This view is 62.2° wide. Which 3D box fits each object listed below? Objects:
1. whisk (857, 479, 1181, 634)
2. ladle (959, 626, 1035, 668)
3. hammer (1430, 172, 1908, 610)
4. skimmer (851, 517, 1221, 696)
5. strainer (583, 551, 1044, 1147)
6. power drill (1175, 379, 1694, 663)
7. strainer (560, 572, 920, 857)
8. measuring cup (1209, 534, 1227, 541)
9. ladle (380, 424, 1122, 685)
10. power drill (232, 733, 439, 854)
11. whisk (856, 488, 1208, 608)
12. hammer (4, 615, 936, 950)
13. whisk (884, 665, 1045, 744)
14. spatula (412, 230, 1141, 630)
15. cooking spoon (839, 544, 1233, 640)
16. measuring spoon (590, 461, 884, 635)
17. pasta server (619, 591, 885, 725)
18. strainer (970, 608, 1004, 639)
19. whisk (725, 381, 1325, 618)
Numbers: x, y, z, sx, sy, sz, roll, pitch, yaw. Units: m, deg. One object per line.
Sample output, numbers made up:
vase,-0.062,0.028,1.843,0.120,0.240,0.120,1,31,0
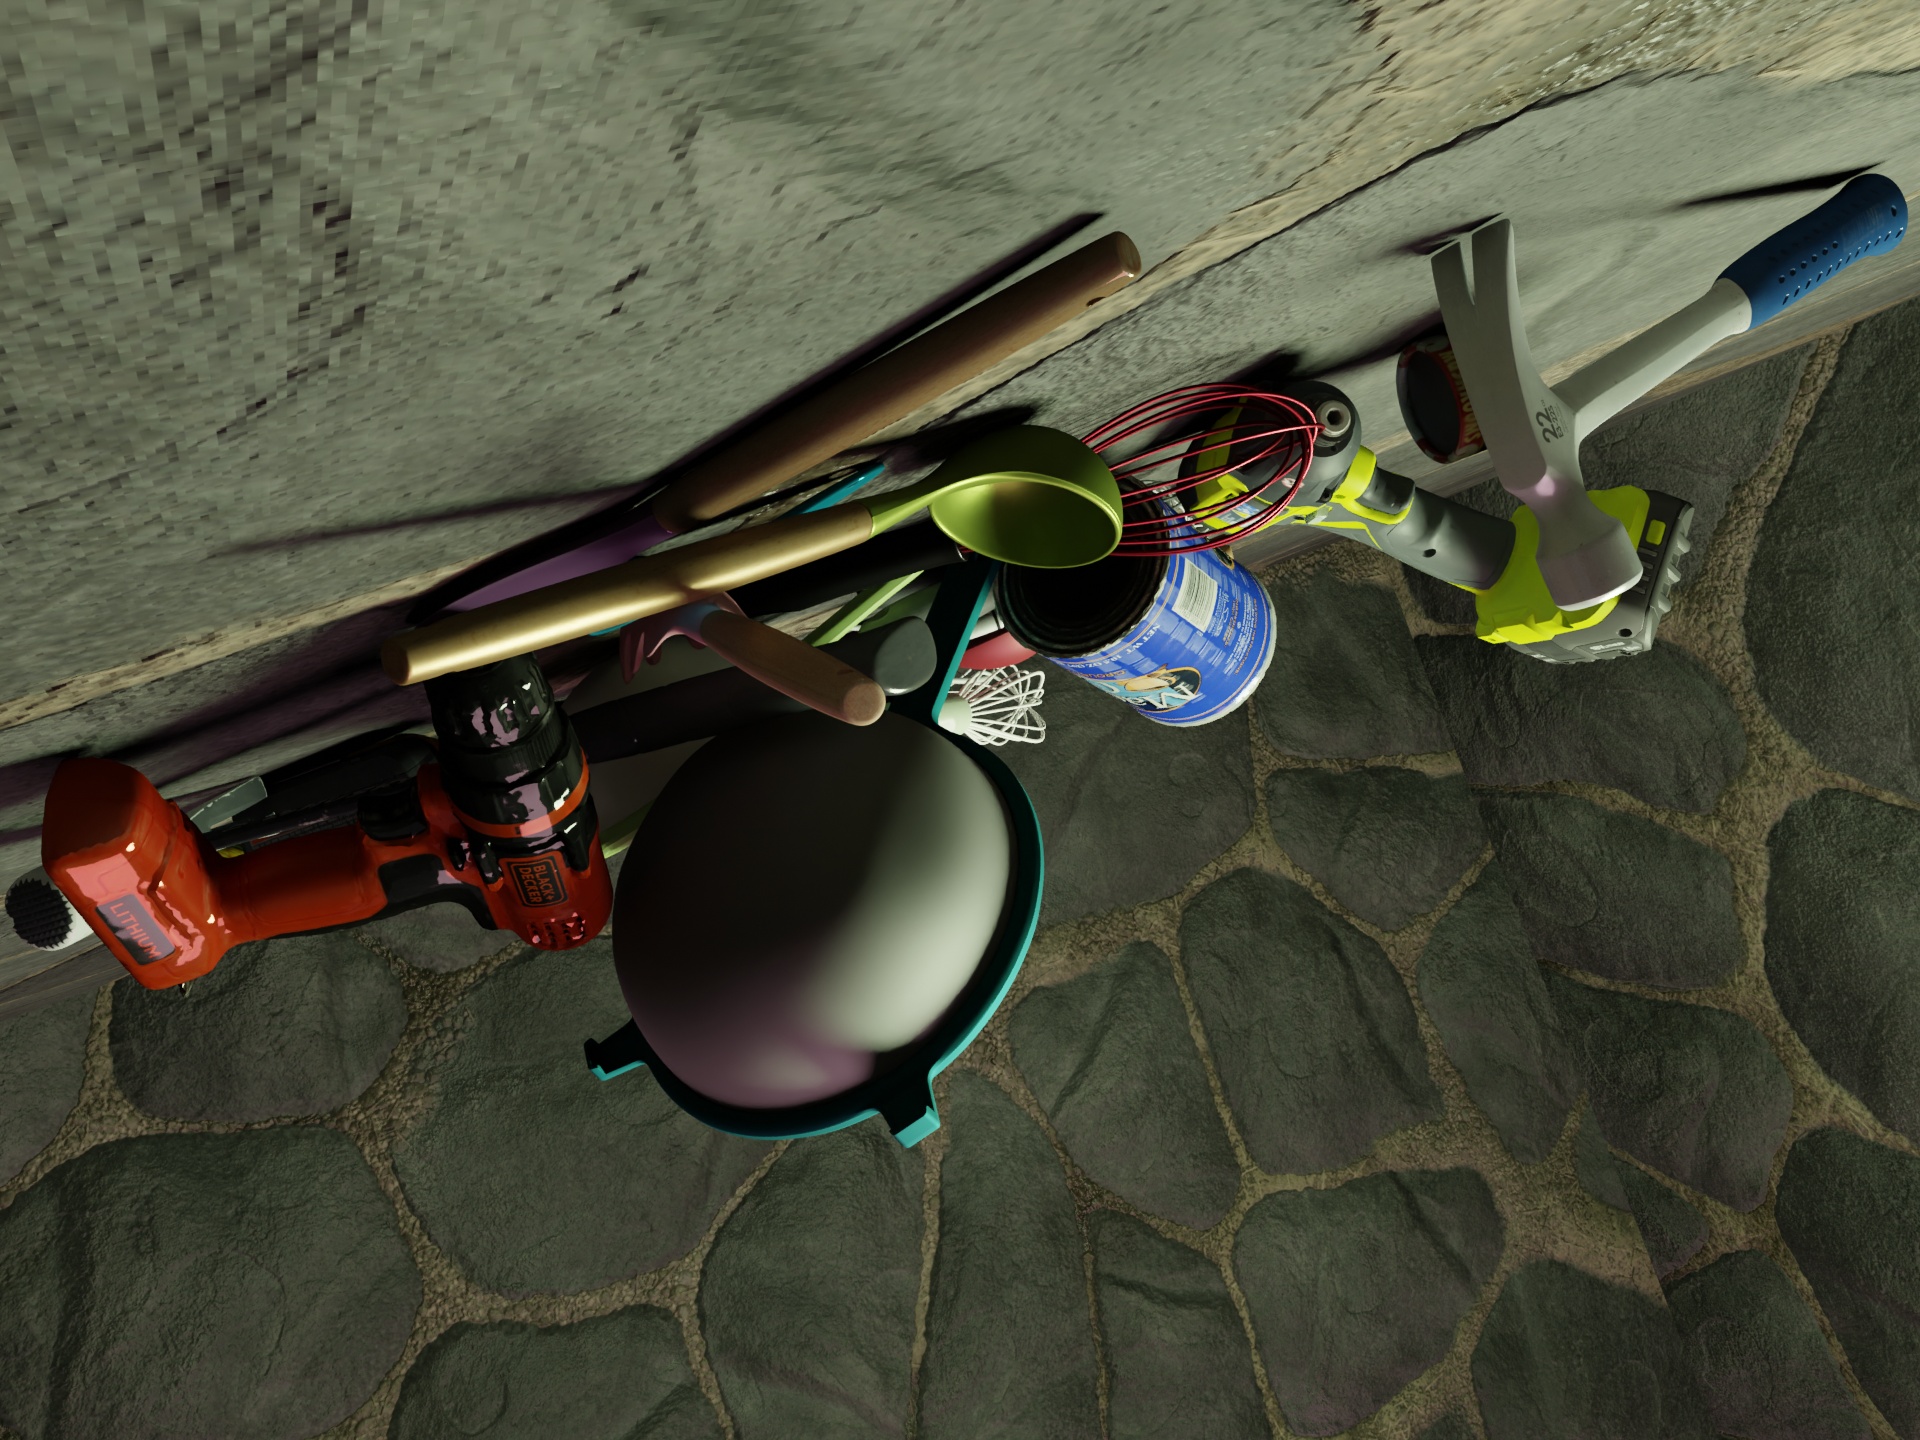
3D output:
whisk,0.039,-0.087,0.904,0.239,0.055,0.055,-26,-178,-30
ladle,-0.082,-0.033,0.968,0.315,0.031,0.069,-7,-169,25
hammer,0.337,-0.188,0.708,0.405,0.144,0.035,-31,-172,-38
skimmer,0.073,-0.112,1.126,0.363,0.090,0.127,-31,-156,-4
strainer,-0.055,0.013,0.723,0.211,0.095,0.341,2,-123,35
power drill,0.231,-0.102,0.786,0.223,0.080,0.171,19,177,-6
strainer,-0.128,-0.031,0.834,0.256,0.069,0.152,-39,-162,1
measuring cup,0.190,-0.151,1.024,0.095,0.052,0.173,-21,-179,-21
ladle,-0.049,-0.050,0.536,0.078,0.062,0.320,-6,-167,40
power drill,-0.325,0.055,0.930,0.185,0.084,0.226,-19,-176,12
whisk,0.052,-0.096,0.970,0.284,0.070,0.070,-14,175,-39
hammer,-0.206,0.019,0.705,0.409,0.036,0.149,-14,-169,13
whisk,-0.001,-0.003,0.913,0.058,0.059,0.246,-43,169,19
spatula,-0.076,-0.073,0.493,0.316,0.018,0.060,-20,180,37
cooking spoon,0.046,-0.088,1.191,0.319,0.017,0.069,-12,-154,13
measuring spoon,-0.089,-0.072,0.602,0.128,0.021,0.042,-30,180,-1
pasta server,-0.079,-0.023,0.574,0.060,0.040,0.316,-20,-165,-17
strainer,-0.073,-0.032,1.035,0.258,0.087,0.050,-20,170,-1
whisk,0.018,-0.088,0.716,0.296,0.073,0.073,-14,-179,16
